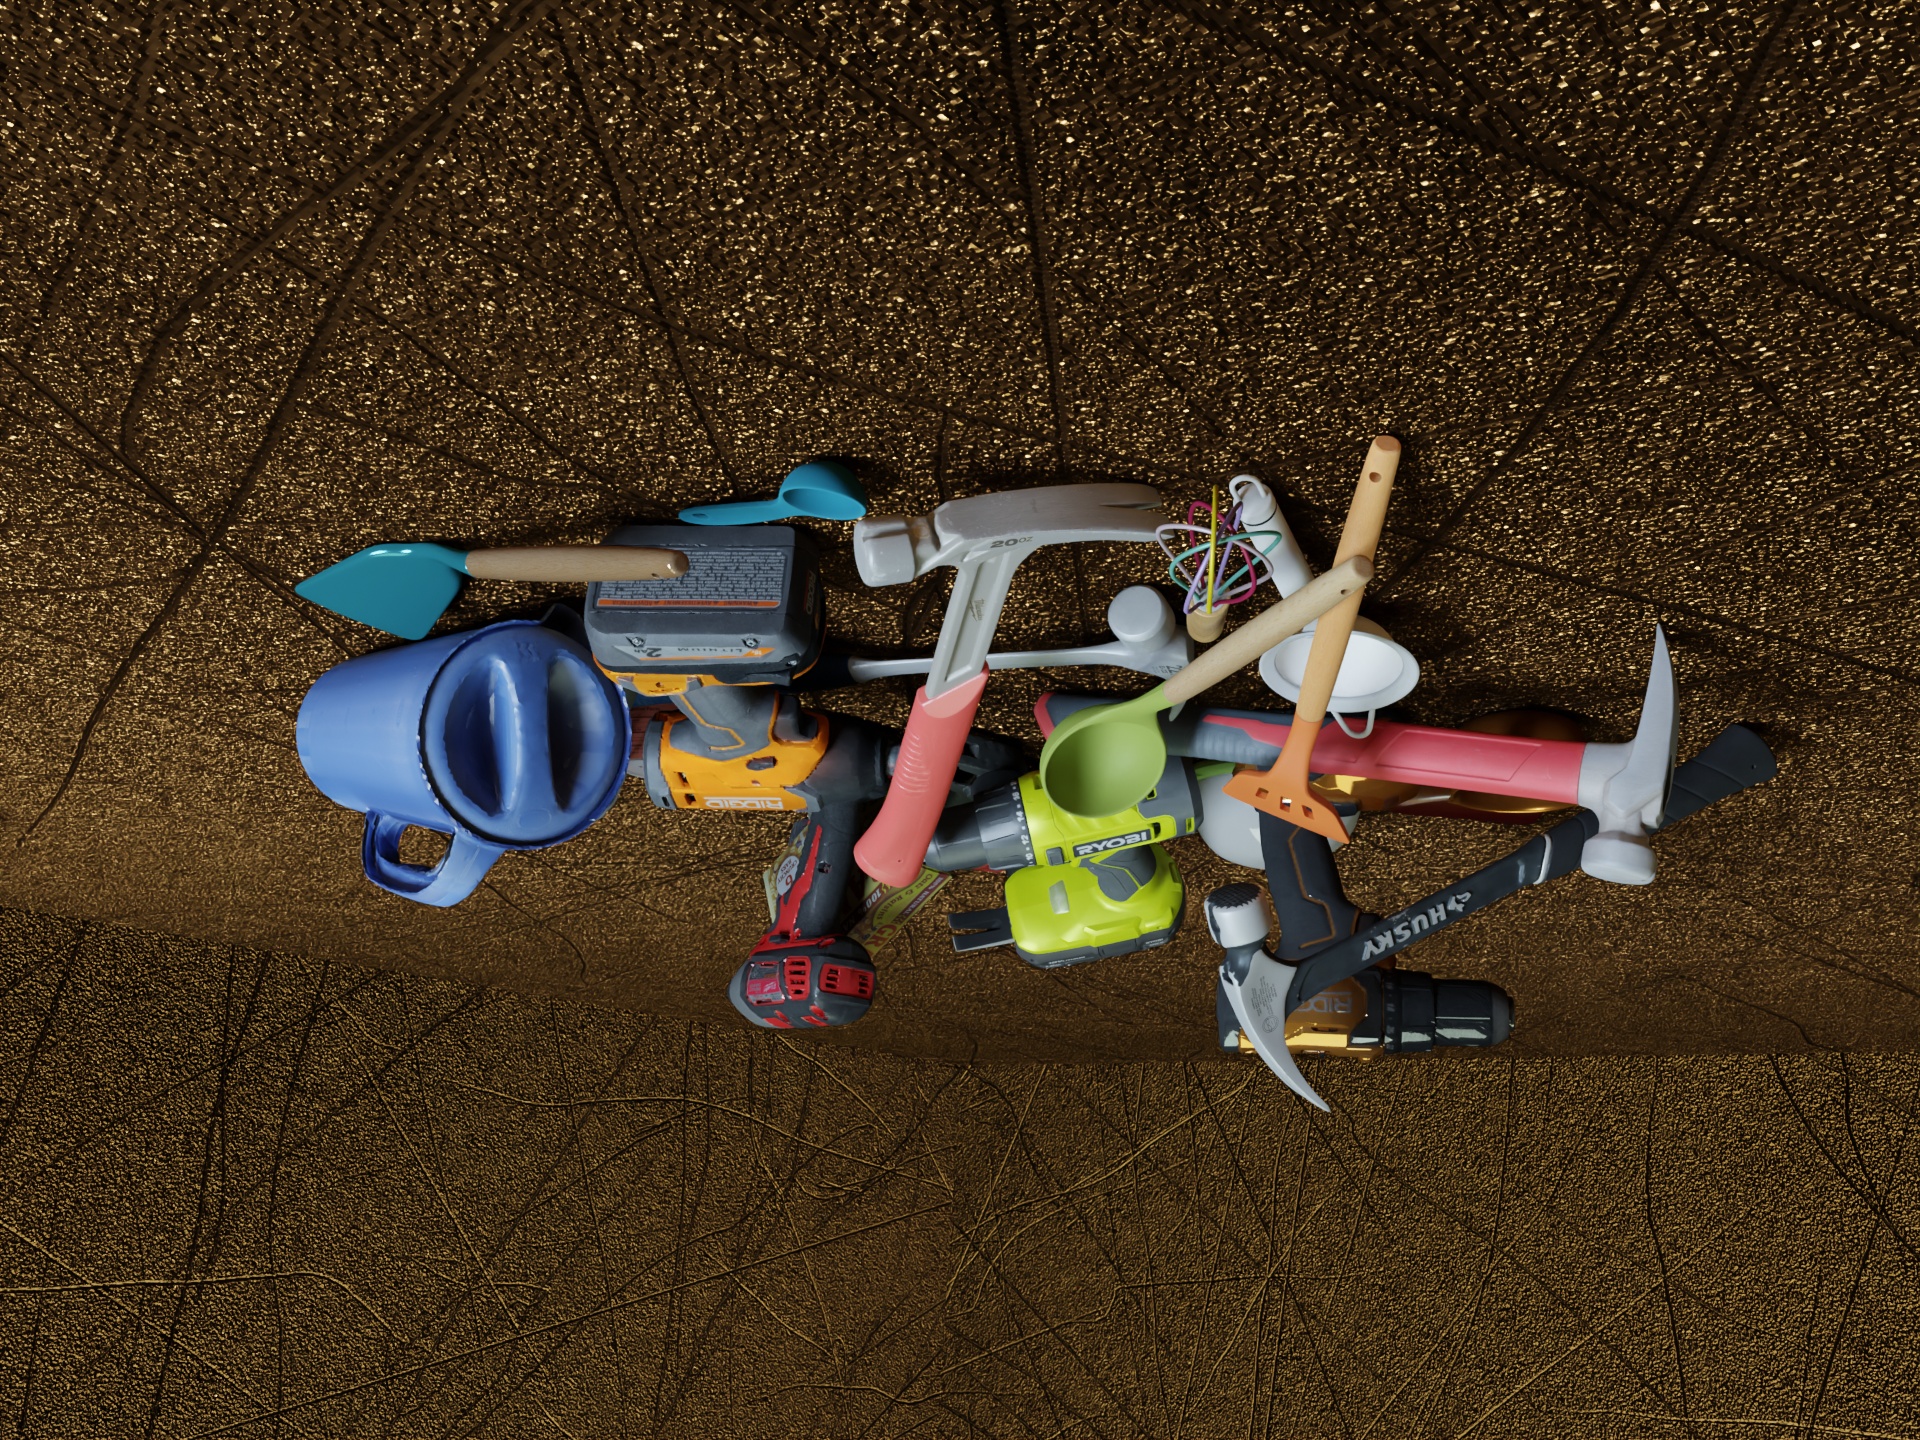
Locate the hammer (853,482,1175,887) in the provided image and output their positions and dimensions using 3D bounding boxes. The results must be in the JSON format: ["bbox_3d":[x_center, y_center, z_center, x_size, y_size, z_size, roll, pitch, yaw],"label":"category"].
[{"bbox_3d":[-0.001,-0.003,0.872,0.149,0.037,0.358,-8,151,-16],"label":"hammer"}]

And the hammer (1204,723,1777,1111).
[{"bbox_3d":[0.341,0.098,0.976,0.409,0.149,0.036,-22,-163,-16],"label":"hammer"}]

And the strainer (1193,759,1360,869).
[{"bbox_3d":[0.189,0.071,1.204,0.256,0.069,0.151,6,163,-12],"label":"strainer"}]

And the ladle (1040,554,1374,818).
[{"bbox_3d":[0.127,-0.012,0.850,0.078,0.062,0.320,6,161,-18],"label":"ladle"}]

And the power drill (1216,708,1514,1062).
[{"bbox_3d":[0.264,0.110,1.047,0.185,0.226,0.084,0,162,13],"label":"power drill"}]

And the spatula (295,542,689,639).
[{"bbox_3d":[-0.243,-0.072,0.837,0.318,0.044,0.082,5,164,45],"label":"spatula"}]

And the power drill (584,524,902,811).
[{"bbox_3d":[-0.114,-0.017,0.909,0.164,0.084,0.226,1,150,4],"label":"power drill"}]

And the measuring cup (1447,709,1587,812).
[{"bbox_3d":[0.345,0.013,1.016,0.095,0.052,0.173,-8,157,34],"label":"measuring cup"}]

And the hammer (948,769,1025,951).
[{"bbox_3d":[0.044,0.115,1.273,0.146,0.035,0.334,-15,155,2],"label":"hammer"}]

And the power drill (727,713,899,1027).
[{"bbox_3d":[-0.116,0.114,1.161,0.078,0.220,0.143,18,158,-36],"label":"power drill"}]

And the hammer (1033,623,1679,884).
[{"bbox_3d":[0.223,0.000,0.963,0.386,0.143,0.038,7,165,32],"label":"hammer"}]

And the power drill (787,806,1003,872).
[{"bbox_3d":[-0.077,0.107,1.379,0.187,0.080,0.226,13,158,-27],"label":"power drill"}]

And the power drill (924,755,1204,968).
[{"bbox_3d":[0.075,0.100,1.135,0.190,0.080,0.228,-13,151,3],"label":"power drill"}]

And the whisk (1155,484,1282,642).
[{"bbox_3d":[0.124,-0.068,0.780,0.051,0.047,0.245,-25,172,5],"label":"whisk"}]

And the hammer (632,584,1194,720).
[{"bbox_3d":[-0.052,-0.030,0.995,0.405,0.035,0.144,-3,161,21],"label":"hammer"}]

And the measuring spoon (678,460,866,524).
[{"bbox_3d":[-0.096,-0.112,0.785,0.129,0.021,0.042,1,166,42],"label":"measuring spoon"}]

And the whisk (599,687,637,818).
[{"bbox_3d":[-0.222,-0.005,1.009,0.055,0.055,0.238,11,142,-21],"label":"whisk"}]

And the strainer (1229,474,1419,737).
[{"bbox_3d":[0.183,-0.062,0.831,0.087,0.050,0.258,-4,155,25],"label":"strainer"}]

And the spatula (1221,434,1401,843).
[{"bbox_3d":[0.187,-0.026,0.820,0.081,0.041,0.322,23,145,17],"label":"spatula"}]
